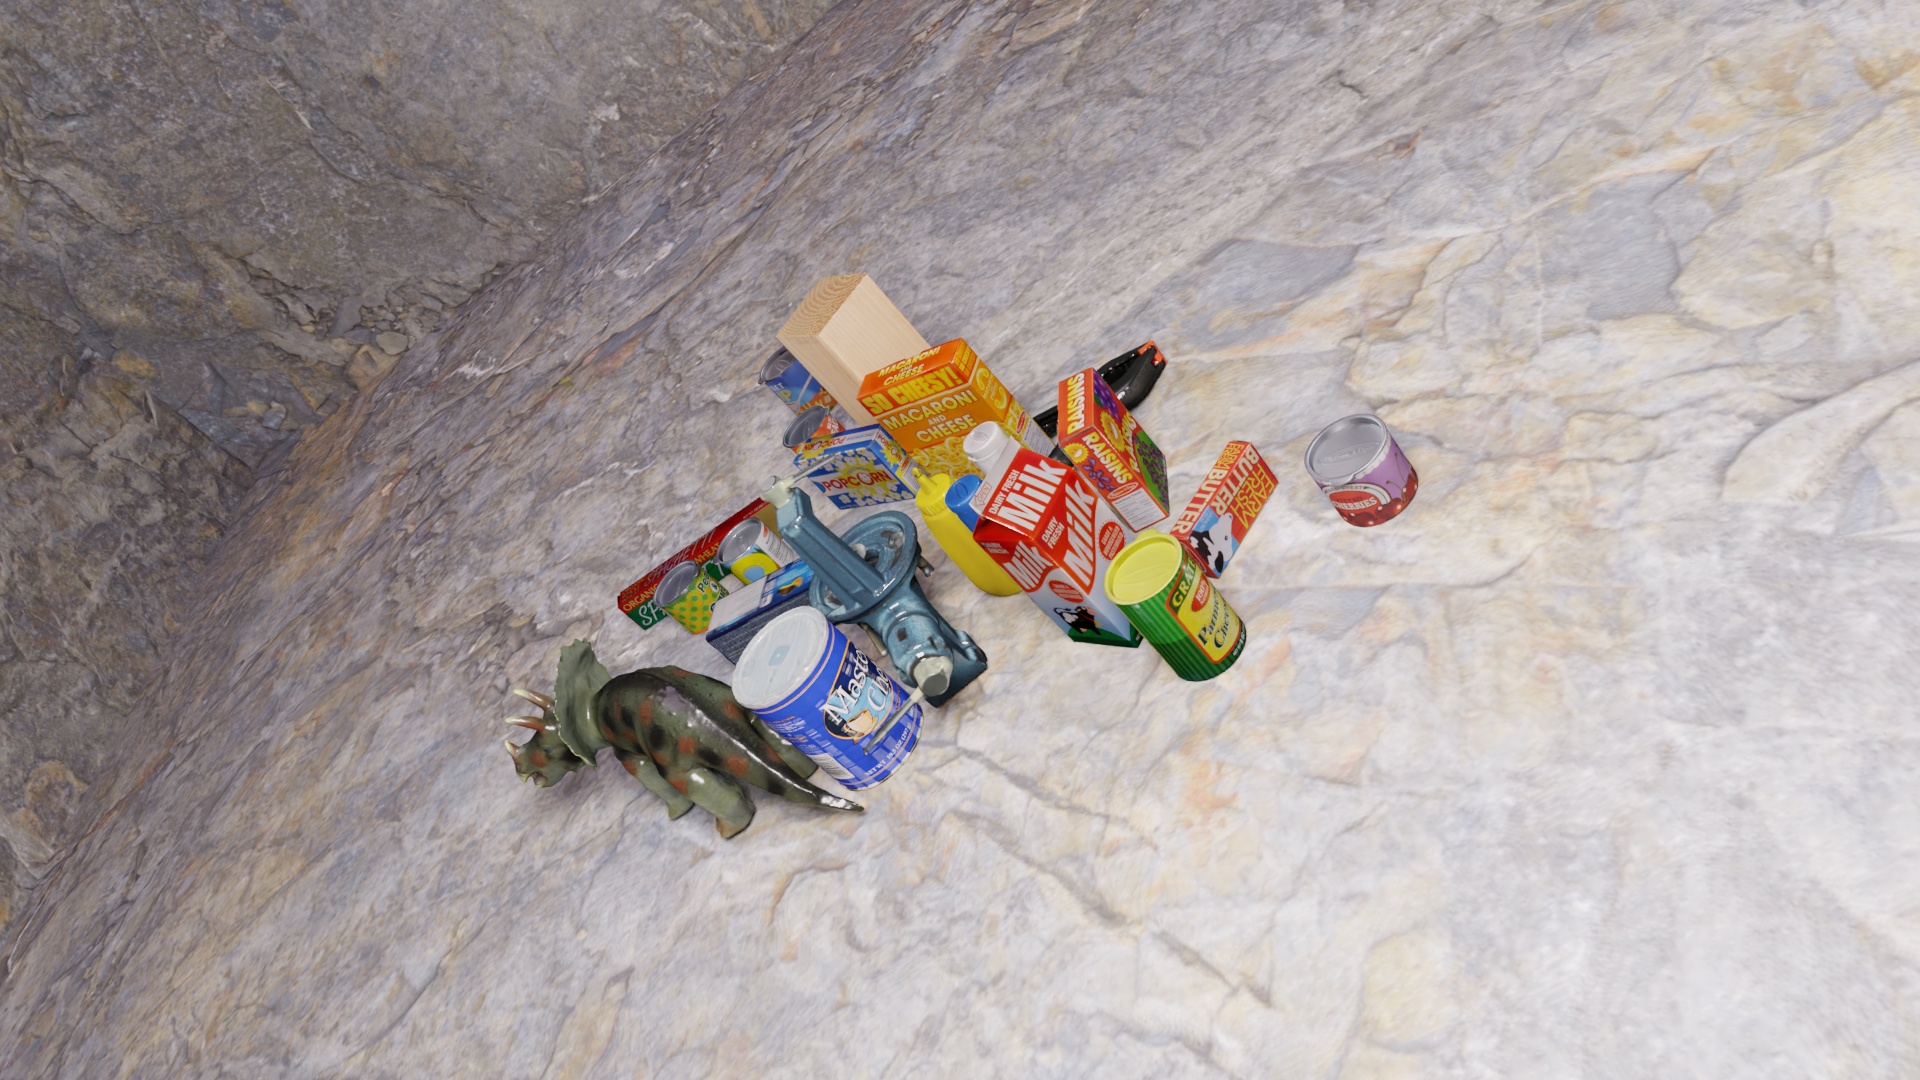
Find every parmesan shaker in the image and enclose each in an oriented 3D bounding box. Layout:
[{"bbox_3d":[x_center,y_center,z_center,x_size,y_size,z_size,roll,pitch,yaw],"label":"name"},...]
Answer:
[{"bbox_3d":[0.163,0.049,1.046,0.071,0.103,0.072,-29,35,23],"label":"parmesan shaker"}]

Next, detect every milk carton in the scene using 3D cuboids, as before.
[{"bbox_3d":[0.079,0.003,1.109,0.073,0.190,0.072,1,53,48],"label":"milk carton"}]

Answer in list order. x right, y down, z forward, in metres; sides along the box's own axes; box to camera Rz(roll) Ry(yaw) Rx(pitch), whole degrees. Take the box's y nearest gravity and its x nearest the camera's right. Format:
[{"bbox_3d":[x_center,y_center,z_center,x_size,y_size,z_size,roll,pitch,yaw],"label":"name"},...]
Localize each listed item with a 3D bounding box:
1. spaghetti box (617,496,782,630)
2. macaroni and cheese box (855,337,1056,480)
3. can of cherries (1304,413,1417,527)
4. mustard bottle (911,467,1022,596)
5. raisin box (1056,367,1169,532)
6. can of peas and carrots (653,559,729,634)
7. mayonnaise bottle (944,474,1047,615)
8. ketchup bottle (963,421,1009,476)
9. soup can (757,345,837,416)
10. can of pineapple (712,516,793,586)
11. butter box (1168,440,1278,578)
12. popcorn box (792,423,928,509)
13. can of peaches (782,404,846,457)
[{"bbox_3d":[-0.296,0.024,1.629,0.249,0.050,0.029,-33,34,17],"label":"spaghetti box"},{"bbox_3d":[-0.002,-0.114,1.356,0.123,0.166,0.040,-16,41,36],"label":"macaroni and cheese box"},{"bbox_3d":[0.303,-0.051,1.051,0.071,0.058,0.072,-29,35,23],"label":"can of cherries"},{"bbox_3d":[0.004,-0.016,1.241,0.048,0.160,0.065,-15,42,38],"label":"mustard bottle"},{"bbox_3d":[0.133,-0.079,1.209,0.040,0.123,0.086,-26,36,26],"label":"raisin box"},{"bbox_3d":[-0.304,0.064,1.583,0.071,0.058,0.071,-29,35,23],"label":"can of peas and carrots"},{"bbox_3d":[0.043,0.003,1.189,0.041,0.147,0.065,-40,32,6],"label":"mayonnaise bottle"},{"bbox_3d":[0.059,-0.043,1.224,0.043,0.148,0.065,-49,32,-8],"label":"ketchup bottle"},{"bbox_3d":[-0.203,-0.196,1.750,0.071,0.083,0.072,-29,35,23],"label":"soup can"},{"bbox_3d":[-0.232,0.017,1.558,0.071,0.057,0.071,-29,35,23],"label":"can of pineapple"},{"bbox_3d":[0.214,-0.026,1.125,0.024,0.053,0.104,11,60,53],"label":"butter box"},{"bbox_3d":[-0.108,-0.079,1.509,0.126,0.085,0.038,-7,47,43],"label":"popcorn box"},{"bbox_3d":[-0.165,-0.118,1.642,0.071,0.058,0.071,-29,35,23],"label":"can of peaches"}]
